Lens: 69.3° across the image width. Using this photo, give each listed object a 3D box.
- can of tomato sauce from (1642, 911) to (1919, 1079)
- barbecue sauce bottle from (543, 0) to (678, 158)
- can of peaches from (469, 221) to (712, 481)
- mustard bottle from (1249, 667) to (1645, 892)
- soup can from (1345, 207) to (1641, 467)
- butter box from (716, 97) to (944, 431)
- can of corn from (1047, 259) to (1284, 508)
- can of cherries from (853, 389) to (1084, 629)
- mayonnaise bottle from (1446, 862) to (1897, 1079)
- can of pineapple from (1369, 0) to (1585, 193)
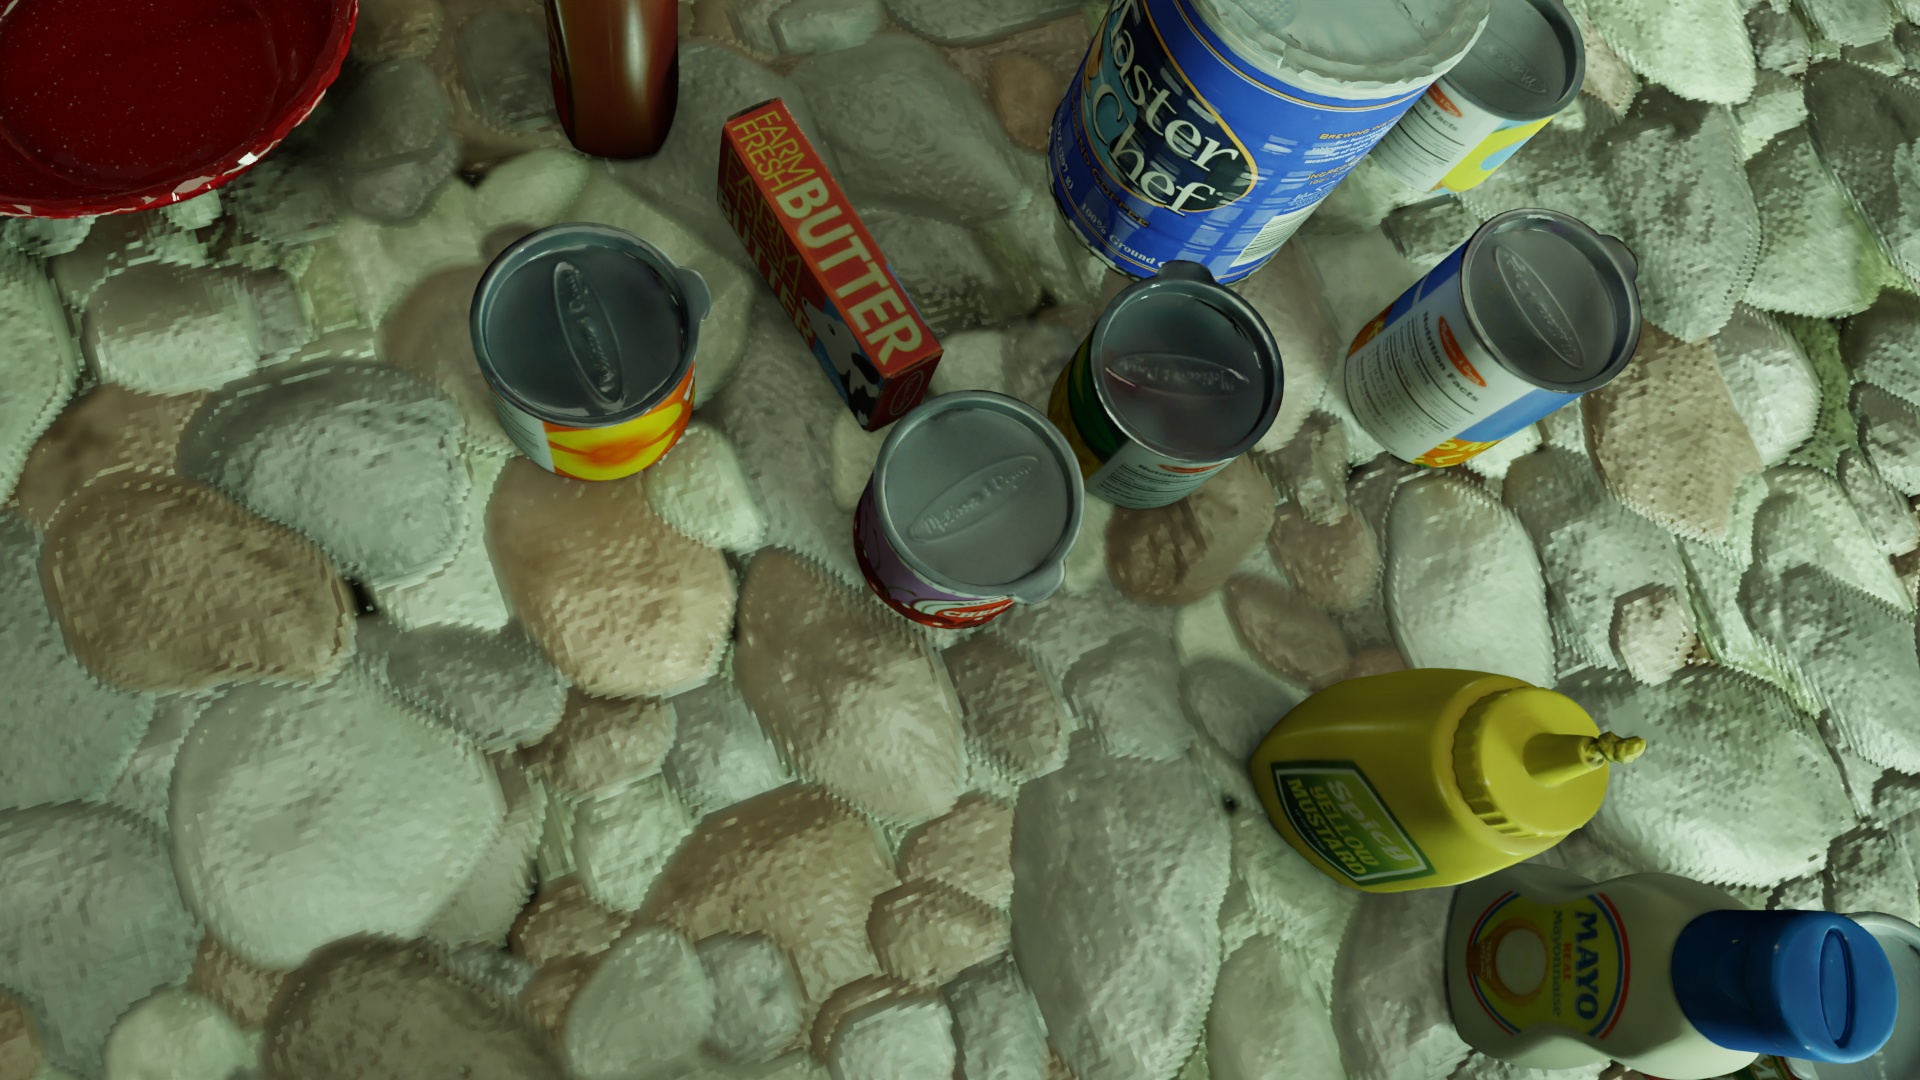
[{"bbox_3d":[0.264,0.155,0.448,0.071,0.083,0.071,3,75,-11],"label":"can of tomato sauce"},{"bbox_3d":[-0.108,-0.181,0.427,0.044,0.148,0.065,-1,76,-12],"label":"barbecue sauce bottle"},{"bbox_3d":[-0.114,-0.058,0.439,0.071,0.058,0.071,3,74,-11],"label":"can of peaches"},{"bbox_3d":[0.140,0.068,0.405,0.049,0.159,0.065,-35,85,-18],"label":"mustard bottle"},{"bbox_3d":[0.188,-0.070,0.494,0.071,0.083,0.071,3,75,-11],"label":"soup can"},{"bbox_3d":[-0.046,-0.091,0.465,0.024,0.053,0.103,-30,83,-18],"label":"butter box"},{"bbox_3d":[0.068,-0.052,0.476,0.071,0.058,0.071,3,74,-11],"label":"can of corn"},{"bbox_3d":[0.002,-0.006,0.449,0.071,0.058,0.071,3,74,-11],"label":"can of cherries"},{"bbox_3d":[0.199,0.126,0.408,0.041,0.147,0.065,11,73,-9],"label":"mayonnaise bottle"},{"bbox_3d":[0.197,-0.178,0.539,0.071,0.057,0.071,3,74,-11],"label":"can of pineapple"}]
